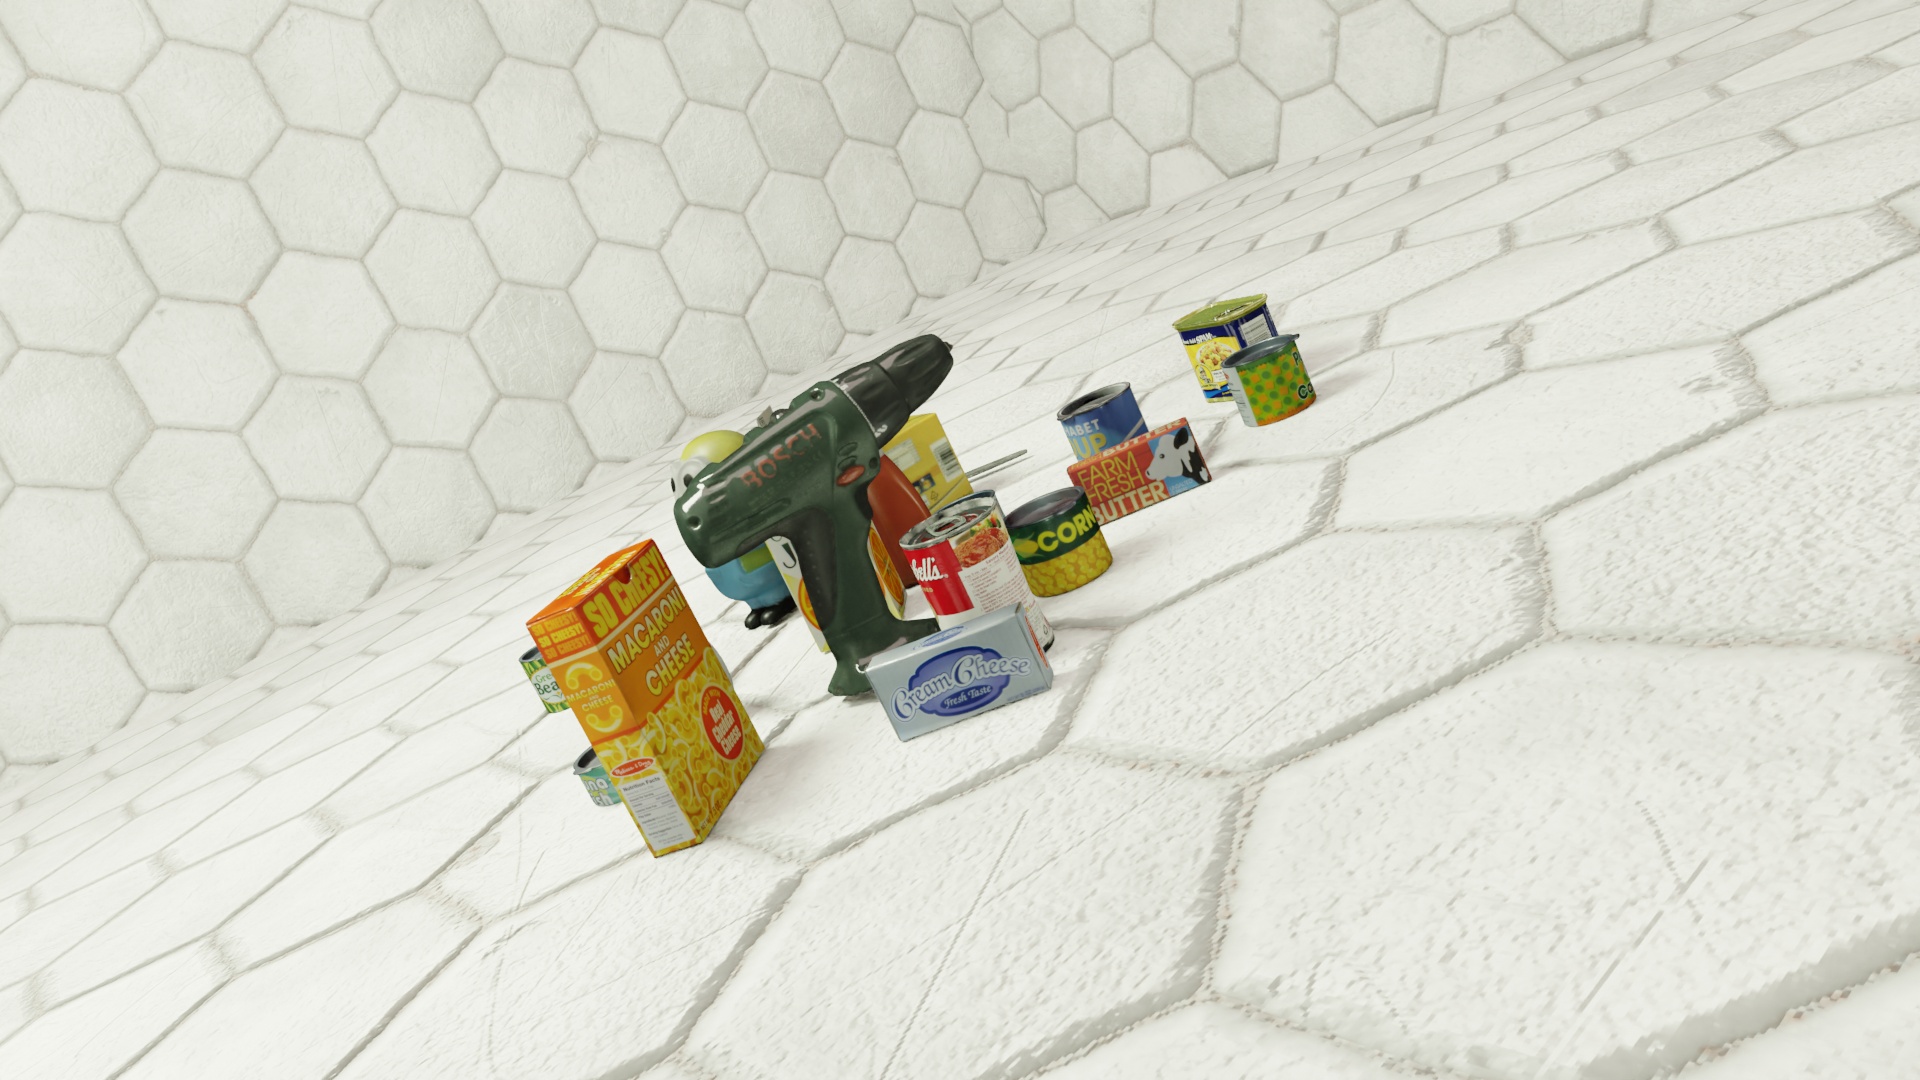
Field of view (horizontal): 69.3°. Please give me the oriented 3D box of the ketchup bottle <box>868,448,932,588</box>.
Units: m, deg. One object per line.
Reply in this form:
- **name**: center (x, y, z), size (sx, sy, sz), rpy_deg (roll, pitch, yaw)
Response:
- **ketchup bottle**: center (-0.065, -0.033, 1.174), size (0.065, 0.148, 0.043), rpy_deg (-24, 13, 5)

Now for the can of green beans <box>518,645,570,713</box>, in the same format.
- **can of green beans**: center (-0.374, 0.122, 1.314), size (0.071, 0.057, 0.071), rpy_deg (-23, 14, 6)

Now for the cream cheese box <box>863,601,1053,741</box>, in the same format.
- **cream cheese box**: center (0.000, 0.081, 0.845), size (0.103, 0.053, 0.024), rpy_deg (-21, 14, 14)

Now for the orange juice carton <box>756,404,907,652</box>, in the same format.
- **orange juice carton**: center (-0.116, -0.016, 1.106), size (0.073, 0.192, 0.072), rpy_deg (-23, 14, 8)

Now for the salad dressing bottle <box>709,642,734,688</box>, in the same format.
- **salad dressing bottle**: center (-0.219, 0.077, 1.032), size (0.064, 0.147, 0.044), rpy_deg (-22, 14, 13)

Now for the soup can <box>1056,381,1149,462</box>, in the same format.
- **soup can**: center (0.125, -0.080, 1.163), size (0.071, 0.083, 0.071), rpy_deg (-23, 14, 6)

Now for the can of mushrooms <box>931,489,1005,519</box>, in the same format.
- **can of mushrooms**: center (0.004, -0.015, 1.232), size (0.071, 0.033, 0.071), rpy_deg (-23, 14, 6)

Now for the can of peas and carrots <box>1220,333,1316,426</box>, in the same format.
- **can of peas and carrots**: center (0.266, -0.138, 1.188), size (0.071, 0.058, 0.071), rpy_deg (-23, 14, 6)

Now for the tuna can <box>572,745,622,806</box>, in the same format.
- **tuna can**: center (-0.243, 0.161, 1.000), size (0.071, 0.032, 0.071), rpy_deg (-23, 14, 6)

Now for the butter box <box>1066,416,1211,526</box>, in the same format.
- **butter box**: center (0.141, -0.053, 1.100), size (0.103, 0.053, 0.024), rpy_deg (-22, 14, 10)

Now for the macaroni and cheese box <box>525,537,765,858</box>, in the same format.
- **macaroni and cheese box**: center (-0.194, 0.095, 0.882), size (0.040, 0.166, 0.124), rpy_deg (-21, 14, 17)

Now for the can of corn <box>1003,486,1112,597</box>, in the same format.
- **can of corn**: center (0.072, 0.001, 1.006), size (0.071, 0.058, 0.071), rpy_deg (-23, 14, 6)
